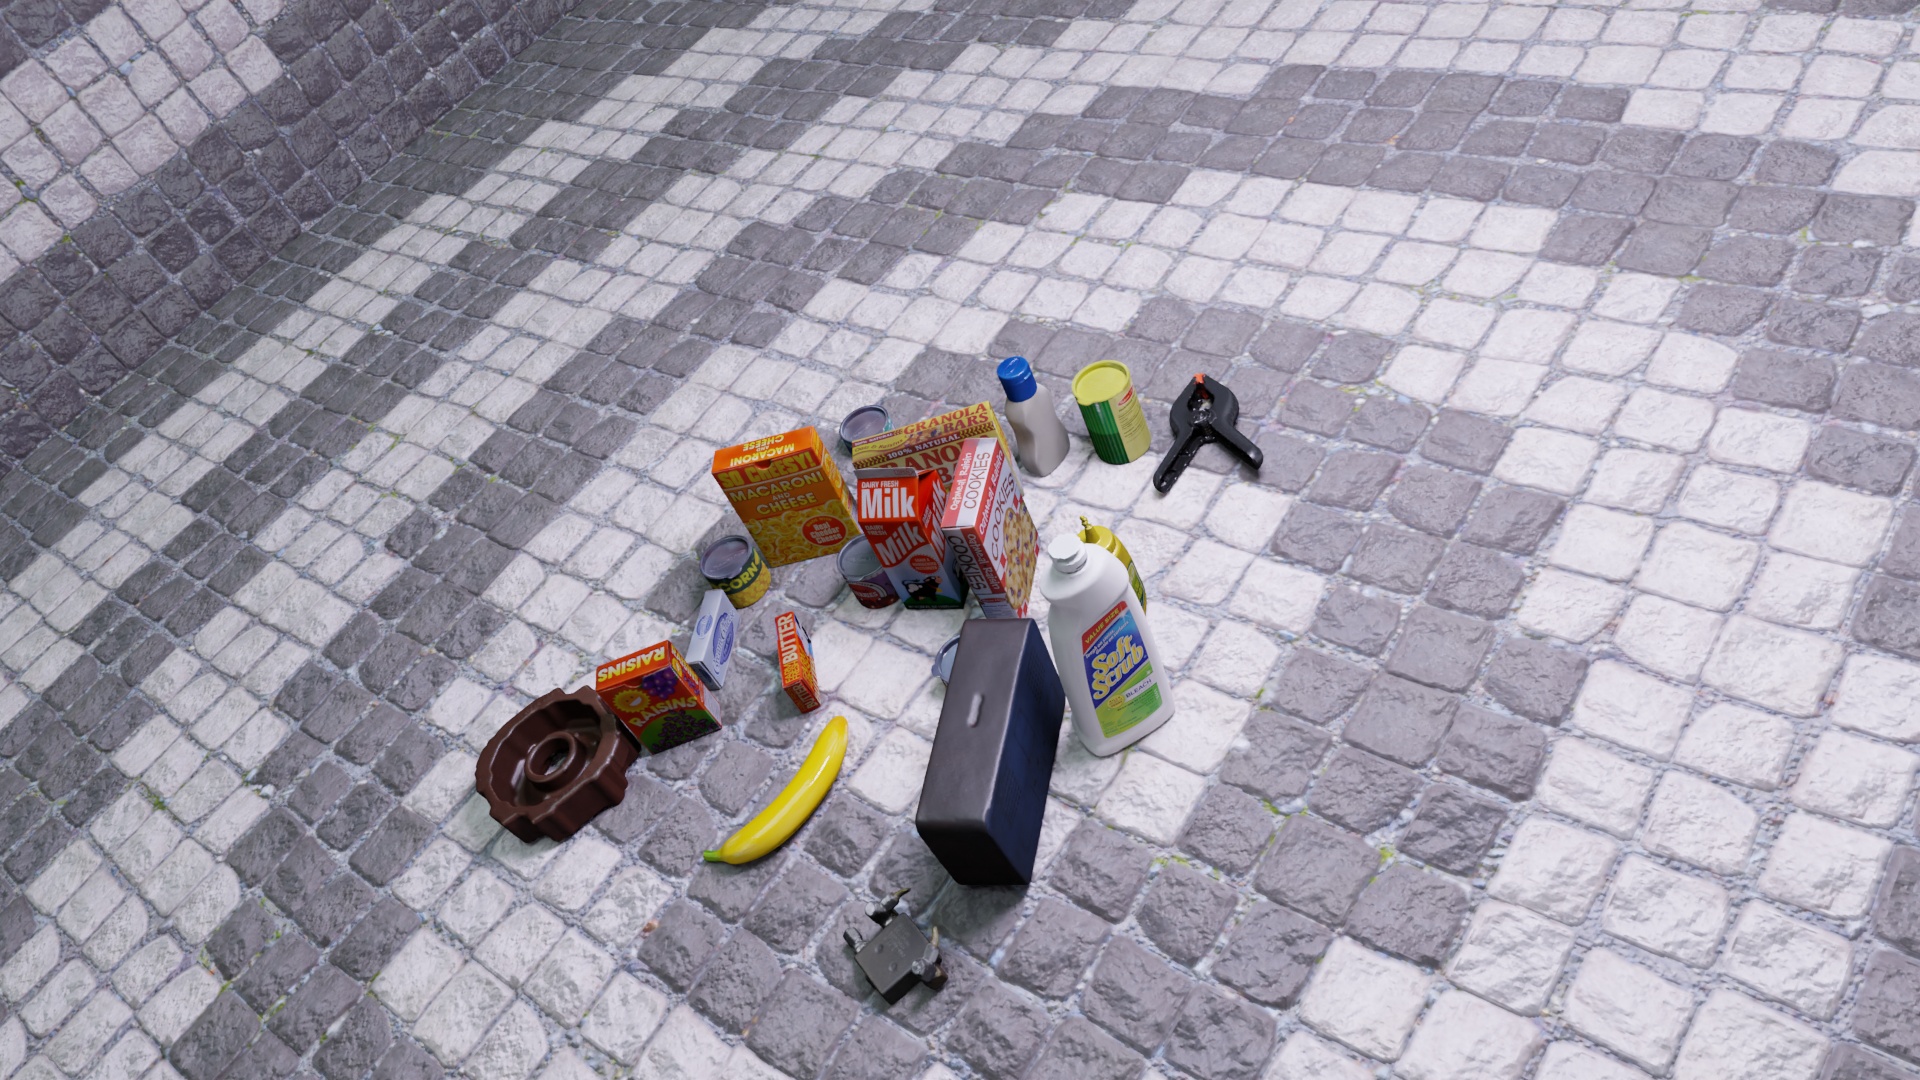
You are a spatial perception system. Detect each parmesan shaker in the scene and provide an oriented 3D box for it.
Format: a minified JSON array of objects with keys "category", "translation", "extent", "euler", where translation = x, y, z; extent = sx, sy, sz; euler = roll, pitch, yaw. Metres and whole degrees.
[{"category":"parmesan shaker","translation":[0.168,-0.140,1.555],"extent":[0.071,0.102,0.072],"euler":[-13,45,14]}]

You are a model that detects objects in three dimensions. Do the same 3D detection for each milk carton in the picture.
[{"category":"milk carton","translation":[-0.049,-0.012,1.471],"extent":[0.072,0.189,0.074],"euler":[-2,49,23]}]

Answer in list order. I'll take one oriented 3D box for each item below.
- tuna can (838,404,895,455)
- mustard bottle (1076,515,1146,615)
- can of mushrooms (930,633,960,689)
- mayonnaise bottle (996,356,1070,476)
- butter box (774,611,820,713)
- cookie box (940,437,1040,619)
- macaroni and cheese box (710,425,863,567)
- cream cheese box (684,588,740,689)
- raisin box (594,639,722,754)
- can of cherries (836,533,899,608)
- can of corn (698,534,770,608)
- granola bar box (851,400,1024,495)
[{"category":"tuna can","translation":[-0.113,-0.134,1.729],"extent":[0.071,0.032,0.071],"euler":[-13,45,13]},{"category":"mustard bottle","translation":[0.143,0.032,1.363],"extent":[0.049,0.159,0.065],"euler":[5,52,29]},{"category":"can of mushrooms","translation":[0.008,0.130,1.425],"extent":[0.071,0.033,0.071],"euler":[-13,45,13]},{"category":"mayonnaise bottle","translation":[0.080,-0.143,1.565],"extent":[0.041,0.147,0.065],"euler":[19,59,37]},{"category":"butter box","translation":[-0.175,0.131,1.494],"extent":[0.024,0.053,0.104],"euler":[-21,44,6]},{"category":"cookie box","translation":[0.034,-0.006,1.444],"extent":[0.040,0.166,0.123],"euler":[-4,48,22]},{"category":"macaroni and cheese box","translation":[-0.192,-0.047,1.587],"extent":[0.123,0.165,0.040],"euler":[-13,45,13]},{"category":"cream cheese box","translation":[-0.277,0.111,1.558],"extent":[0.024,0.053,0.104],"euler":[-8,47,18]},{"category":"raisin box","translation":[-0.319,0.168,1.474],"extent":[0.086,0.123,0.040],"euler":[-20,44,6]},{"category":"can of cherries","translation":[-0.098,0.036,1.544],"extent":[0.071,0.058,0.072],"euler":[-13,45,14]},{"category":"can of corn","translation":[-0.261,0.038,1.616],"extent":[0.071,0.058,0.071],"euler":[-13,45,14]},{"category":"granola bar box","translation":[-0.024,-0.082,1.573],"extent":[0.165,0.123,0.039],"euler":[-16,45,11]}]
